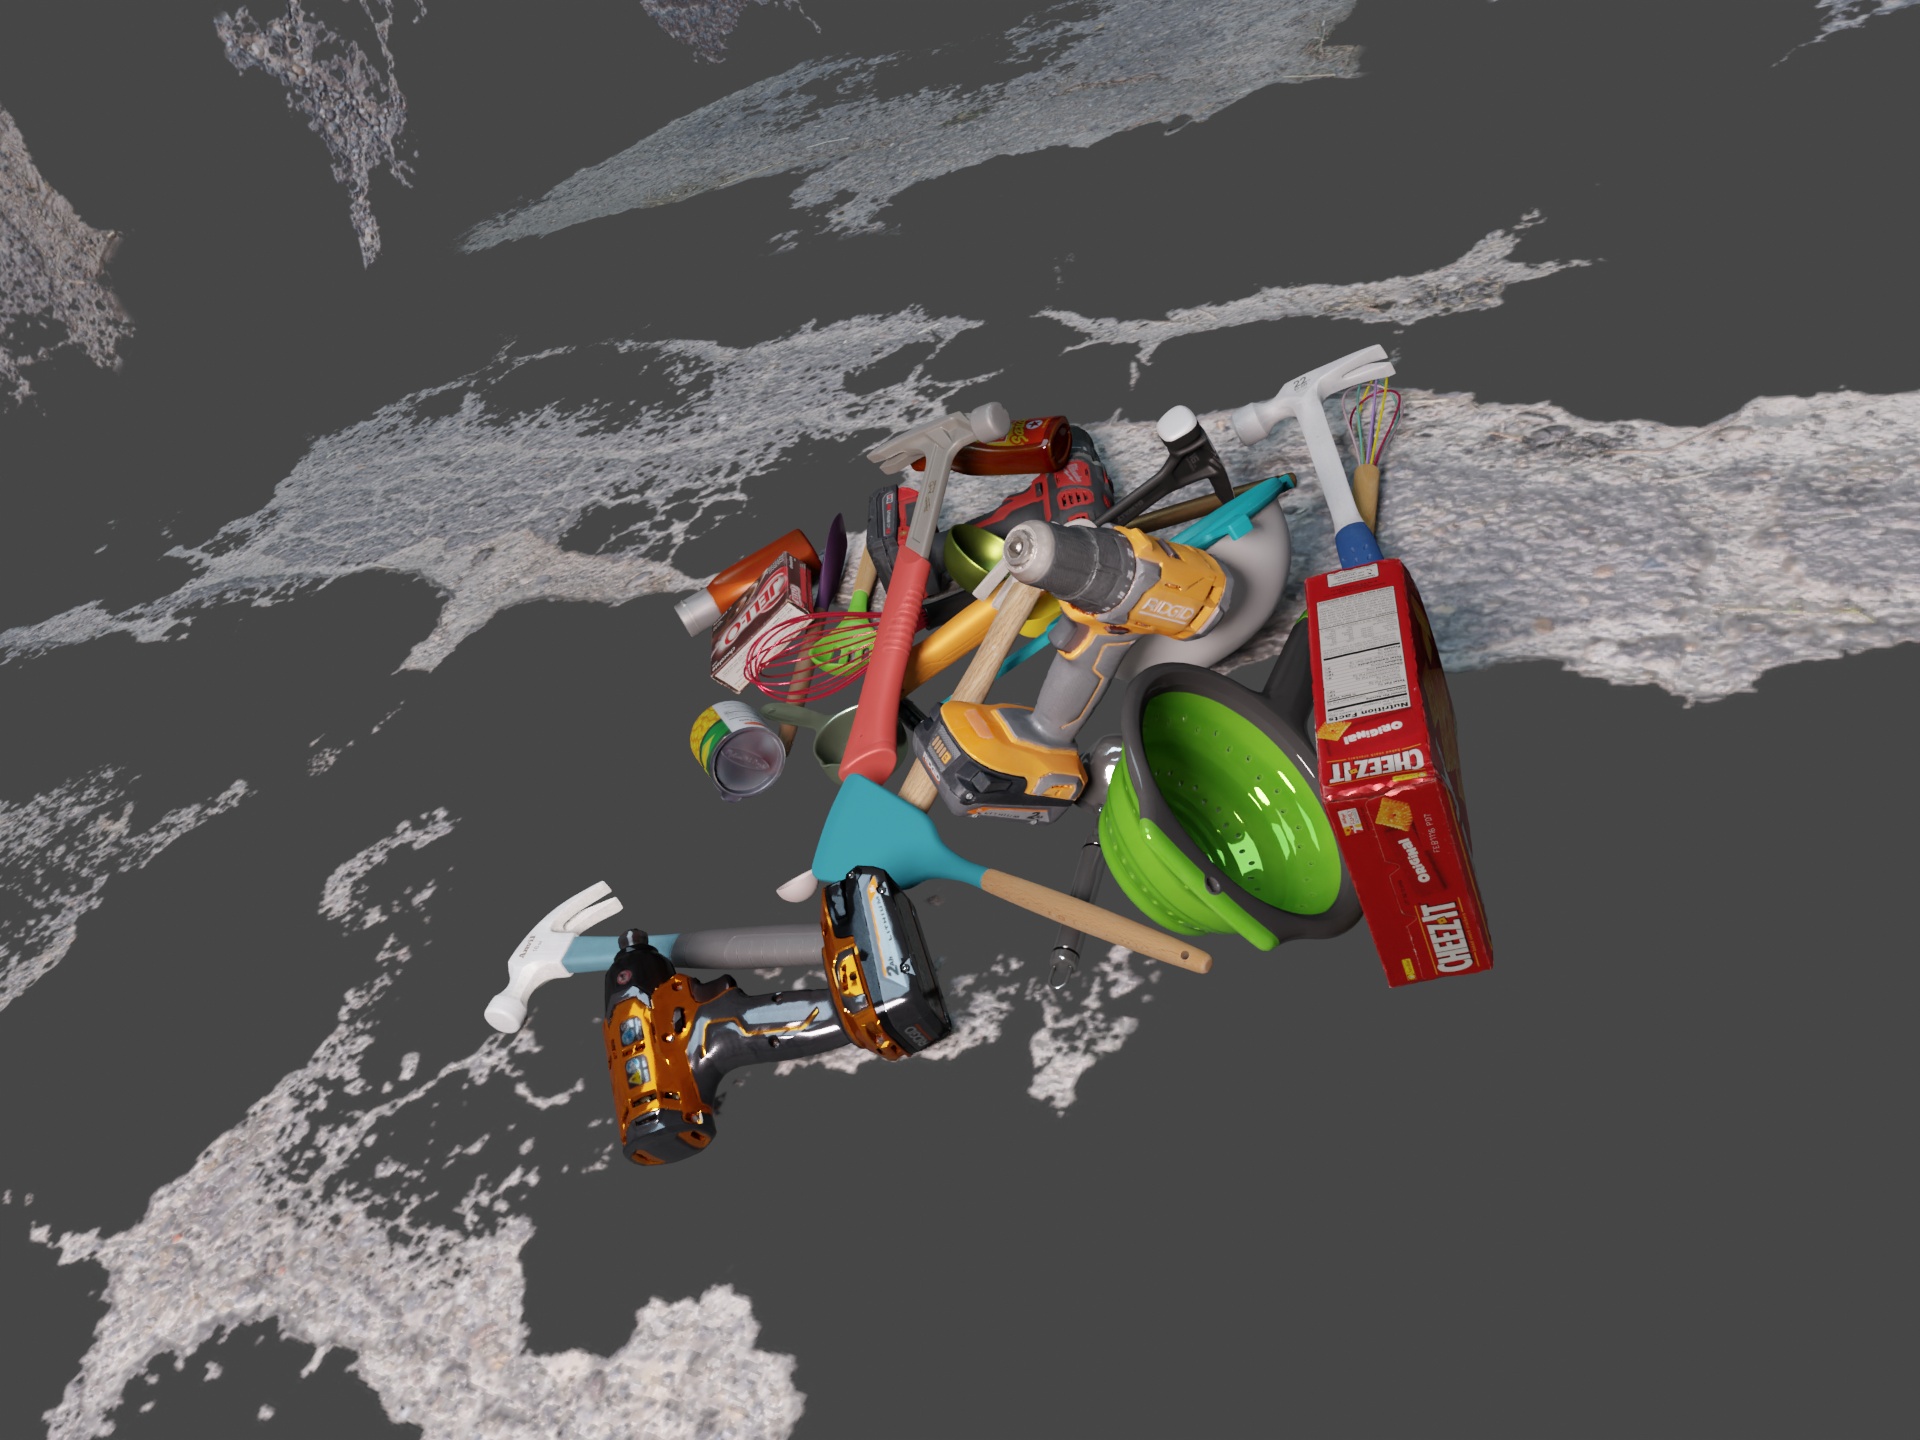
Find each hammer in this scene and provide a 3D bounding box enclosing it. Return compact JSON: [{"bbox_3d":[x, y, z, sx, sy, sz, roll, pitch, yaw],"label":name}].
[{"bbox_3d":[-0.200,0.174,1.194,0.331,0.033,0.128,-6,41,25],"label":"hammer"},{"bbox_3d":[-0.051,-0.104,1.308,0.149,0.036,0.359,-15,50,39],"label":"hammer"},{"bbox_3d":[0.073,-0.120,1.314,0.337,0.127,0.034,-35,52,7],"label":"hammer"},{"bbox_3d":[-0.002,-0.004,1.202,0.331,0.031,0.130,-62,19,-11],"label":"hammer"},{"bbox_3d":[0.312,-0.159,1.260,0.144,0.035,0.406,-28,39,22],"label":"hammer"}]

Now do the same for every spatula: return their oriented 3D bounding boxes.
[{"bbox_3d":[-0.135,-0.084,1.475,0.018,0.059,0.316,0,46,10],"label":"spatula"},{"bbox_3d":[0.031,0.114,1.075,0.318,0.044,0.082,16,83,40],"label":"spatula"}]

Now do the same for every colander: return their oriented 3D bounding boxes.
[{"bbox_3d":[0.186,0.033,1.082,0.094,0.204,0.397,-45,4,35],"label":"colander"}]

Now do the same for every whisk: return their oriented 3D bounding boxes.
[{"bbox_3d":[-0.048,-0.082,1.377,0.296,0.073,0.073,-20,33,-18],"label":"whisk"},{"bbox_3d":[0.349,-0.222,1.361,0.047,0.051,0.245,-26,33,38],"label":"whisk"}]

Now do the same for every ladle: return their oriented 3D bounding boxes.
[{"bbox_3d":[0.140,-0.173,1.369,0.320,0.062,0.078,-17,45,-6],"label":"ladle"}]

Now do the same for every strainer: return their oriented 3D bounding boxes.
[{"bbox_3d":[0.129,-0.059,1.246,0.340,0.095,0.211,-33,3,27],"label":"strainer"},{"bbox_3d":[0.099,0.083,1.123,0.087,0.050,0.259,3,47,20],"label":"strainer"}]

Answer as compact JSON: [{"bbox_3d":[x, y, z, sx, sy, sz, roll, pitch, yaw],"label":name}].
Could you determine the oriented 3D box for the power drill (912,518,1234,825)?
[{"bbox_3d":[0.058,-0.037,1.067,0.226,0.185,0.084,-53,50,26],"label":"power drill"}]

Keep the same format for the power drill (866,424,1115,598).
[{"bbox_3d":[0.032,-0.200,1.493,0.226,0.080,0.188,-15,37,11],"label":"power drill"}]

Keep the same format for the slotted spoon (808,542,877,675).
[{"bbox_3d":[-0.089,-0.133,1.521,0.070,0.031,0.314,-1,38,8],"label":"slotted spoon"}]

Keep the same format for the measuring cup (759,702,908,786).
[{"bbox_3d":[-0.110,0.015,1.339,0.168,0.038,0.083,15,52,45],"label":"measuring cup"}]

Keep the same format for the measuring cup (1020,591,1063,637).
[{"bbox_3d":[0.111,-0.088,1.349,0.156,0.029,0.062,12,53,27],"label":"measuring cup"}]

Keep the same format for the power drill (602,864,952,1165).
[{"bbox_3d":[-0.135,0.183,1.070,0.226,0.084,0.164,-23,57,5],"label":"power drill"}]

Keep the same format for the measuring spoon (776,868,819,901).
[{"bbox_3d":[-0.084,0.108,1.208,0.124,0.018,0.034,-28,3,-31],"label":"measuring spoon"}]
